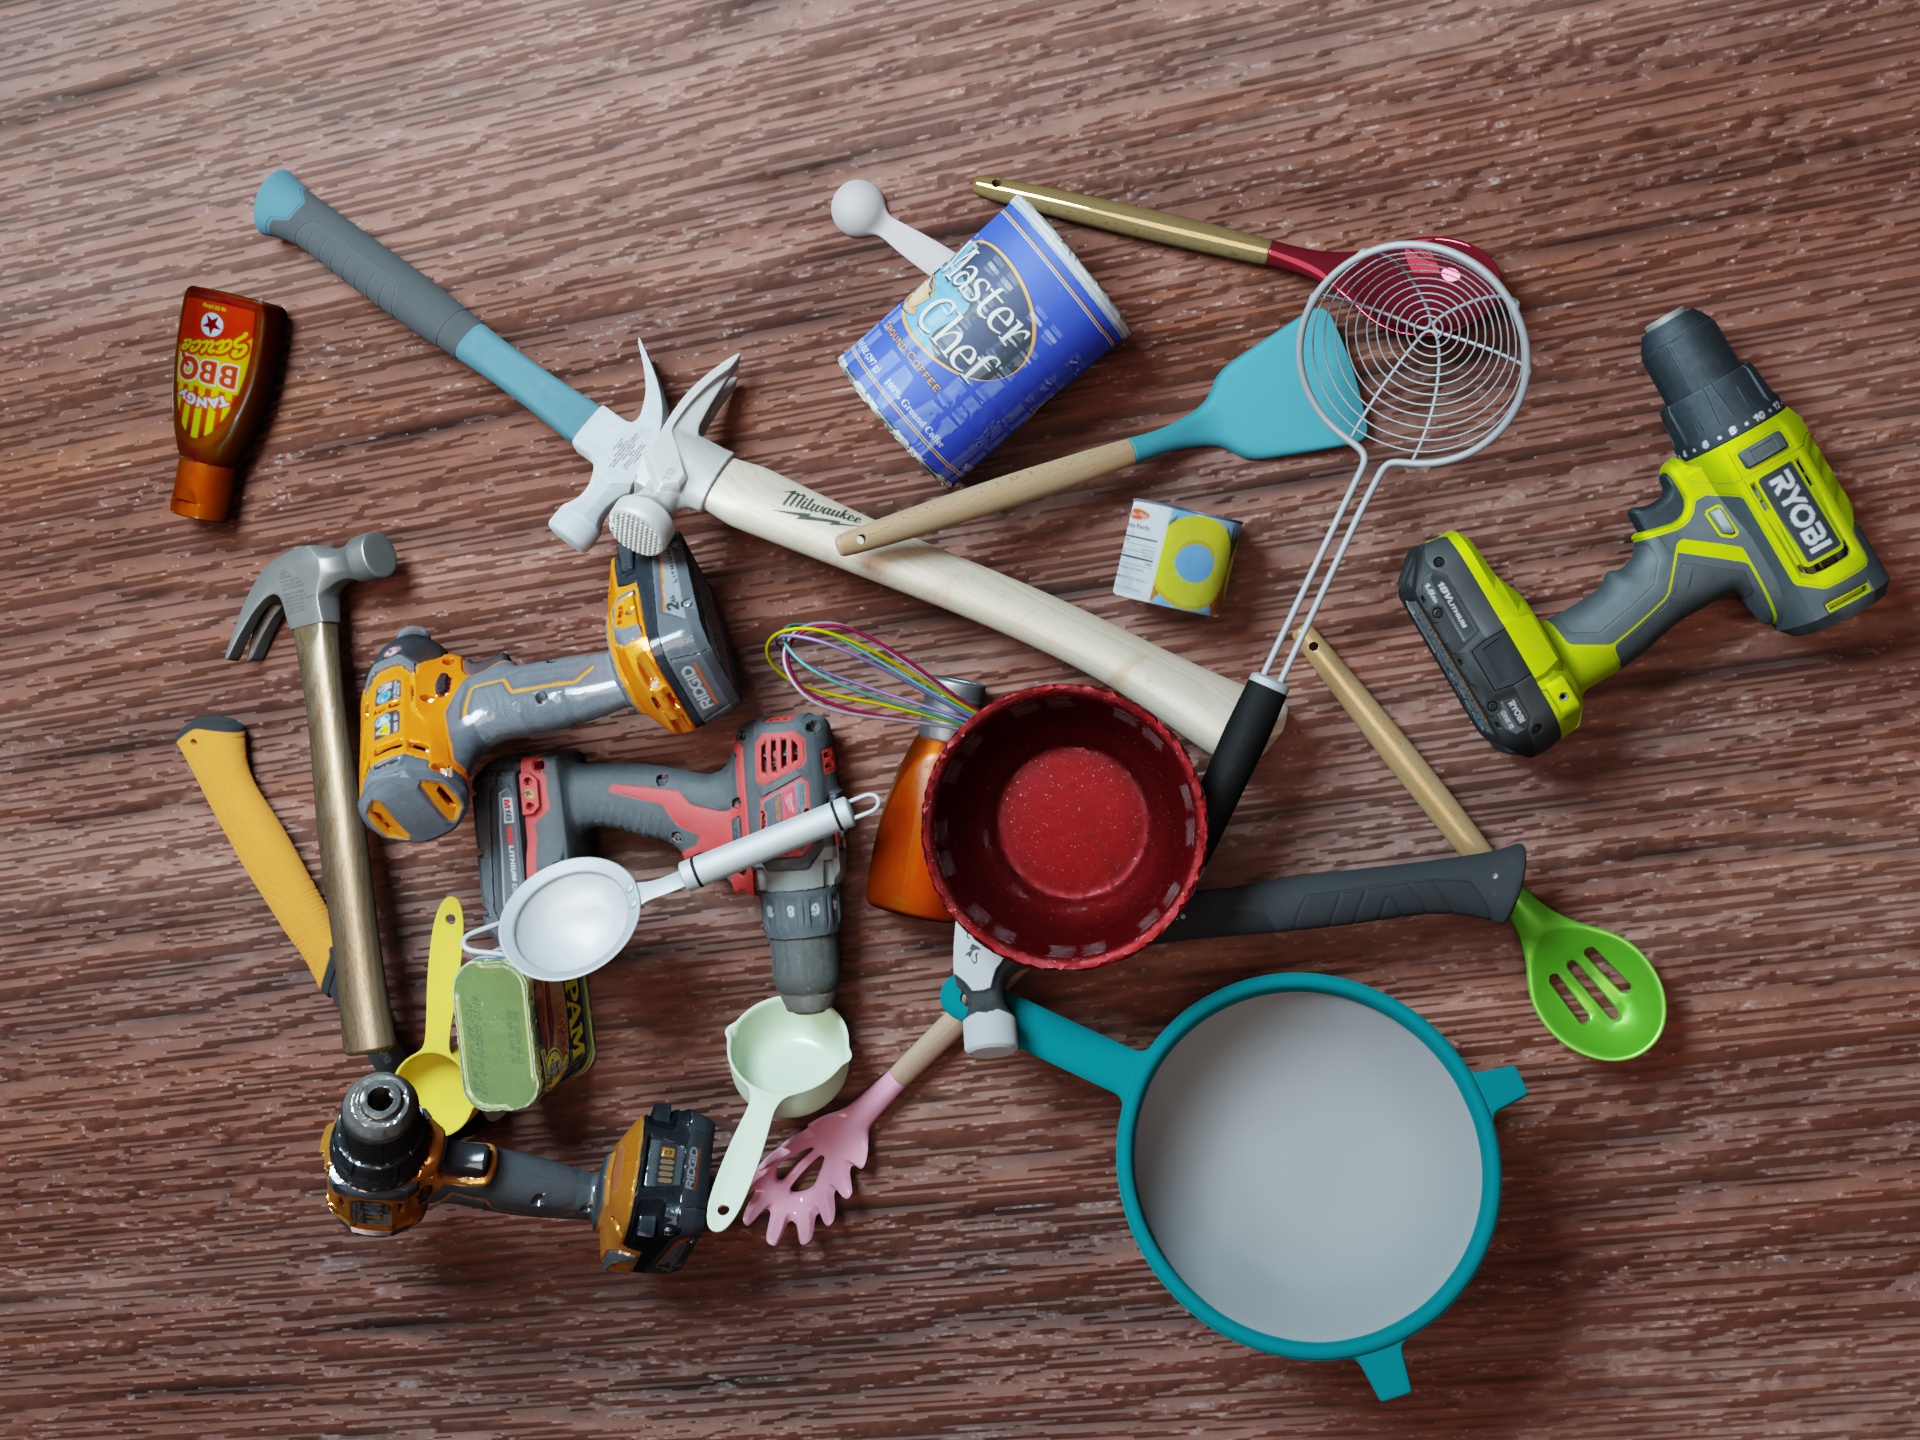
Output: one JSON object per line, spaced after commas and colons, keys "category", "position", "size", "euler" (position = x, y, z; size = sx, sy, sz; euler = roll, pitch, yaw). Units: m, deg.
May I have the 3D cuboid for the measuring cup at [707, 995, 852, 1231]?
{"category": "measuring cup", "position": [-0.119, 0.244, 0.971], "size": [0.083, 0.168, 0.038], "euler": [10, 135, 11]}

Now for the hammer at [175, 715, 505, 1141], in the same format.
{"category": "hammer", "position": [-0.441, 0.151, 1.076], "size": [0.127, 0.034, 0.337], "euler": [-30, 89, 10]}

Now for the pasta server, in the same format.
{"category": "pasta server", "position": [-0.021, 0.211, 1.004], "size": [0.060, 0.040, 0.316], "euler": [43, 99, -10]}

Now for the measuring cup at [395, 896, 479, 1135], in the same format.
{"category": "measuring cup", "position": [-0.331, 0.190, 1.032], "size": [0.062, 0.029, 0.156], "euler": [7, 92, 10]}

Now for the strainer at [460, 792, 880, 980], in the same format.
{"category": "strainer", "position": [-0.167, 0.097, 0.947], "size": [0.258, 0.050, 0.087], "euler": [-22, 50, 0]}

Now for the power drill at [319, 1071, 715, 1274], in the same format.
{"category": "power drill", "position": [-0.266, 0.268, 0.957], "size": [0.226, 0.185, 0.084], "euler": [11, 55, -13]}

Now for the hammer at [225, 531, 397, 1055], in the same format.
{"category": "hammer", "position": [-0.407, 0.051, 1.035], "size": [0.130, 0.031, 0.331], "euler": [-11, 85, 23]}

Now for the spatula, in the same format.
{"category": "spatula", "position": [0.078, -0.153, 0.929], "size": [0.317, 0.044, 0.082], "euler": [-20, 95, -8]}

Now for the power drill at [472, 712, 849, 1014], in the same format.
{"category": "power drill", "position": [-0.181, 0.096, 1.004], "size": [0.226, 0.080, 0.188], "euler": [-4, 92, 7]}

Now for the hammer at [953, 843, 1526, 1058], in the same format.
{"category": "hammer", "position": [0.160, 0.107, 0.934], "size": [0.335, 0.035, 0.146], "euler": [-8, 64, 9]}

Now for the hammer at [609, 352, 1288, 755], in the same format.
{"category": "hammer", "position": [0.006, -0.086, 0.958], "size": [0.410, 0.038, 0.146], "euler": [24, 58, 0]}

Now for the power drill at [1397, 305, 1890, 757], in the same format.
{"category": "power drill", "position": [0.368, -0.101, 0.891], "size": [0.228, 0.080, 0.190], "euler": [-30, 89, 8]}

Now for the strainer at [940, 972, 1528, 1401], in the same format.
{"category": "strainer", "position": [0.145, 0.238, 0.950], "size": [0.340, 0.095, 0.211], "euler": [22, 73, 21]}

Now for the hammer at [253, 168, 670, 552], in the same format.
{"category": "hammer", "position": [-0.322, -0.247, 1.009], "size": [0.331, 0.033, 0.128], "euler": [36, 79, 10]}

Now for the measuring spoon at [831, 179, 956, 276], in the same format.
{"category": "measuring spoon", "position": [-0.027, -0.291, 0.974], "size": [0.124, 0.018, 0.034], "euler": [35, 99, 5]}

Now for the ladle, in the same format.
{"category": "ladle", "position": [0.156, -0.281, 0.937], "size": [0.315, 0.031, 0.069], "euler": [17, 72, 11]}

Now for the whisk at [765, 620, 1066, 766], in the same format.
{"category": "whisk", "position": [-0.002, -0.002, 0.944], "size": [0.244, 0.051, 0.047], "euler": [23, 109, -18]}

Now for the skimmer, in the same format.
{"category": "skimmer", "position": [0.192, -0.078, 0.875], "size": [0.127, 0.090, 0.363], "euler": [26, 95, 17]}

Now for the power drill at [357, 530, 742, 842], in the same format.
{"category": "power drill", "position": [-0.259, -0.032, 0.973], "size": [0.226, 0.164, 0.084], "euler": [-22, 135, 1]}

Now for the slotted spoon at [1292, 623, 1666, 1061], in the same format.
{"category": "slotted spoon", "position": [0.300, 0.067, 0.941], "size": [0.070, 0.031, 0.314], "euler": [-39, 85, 11]}
